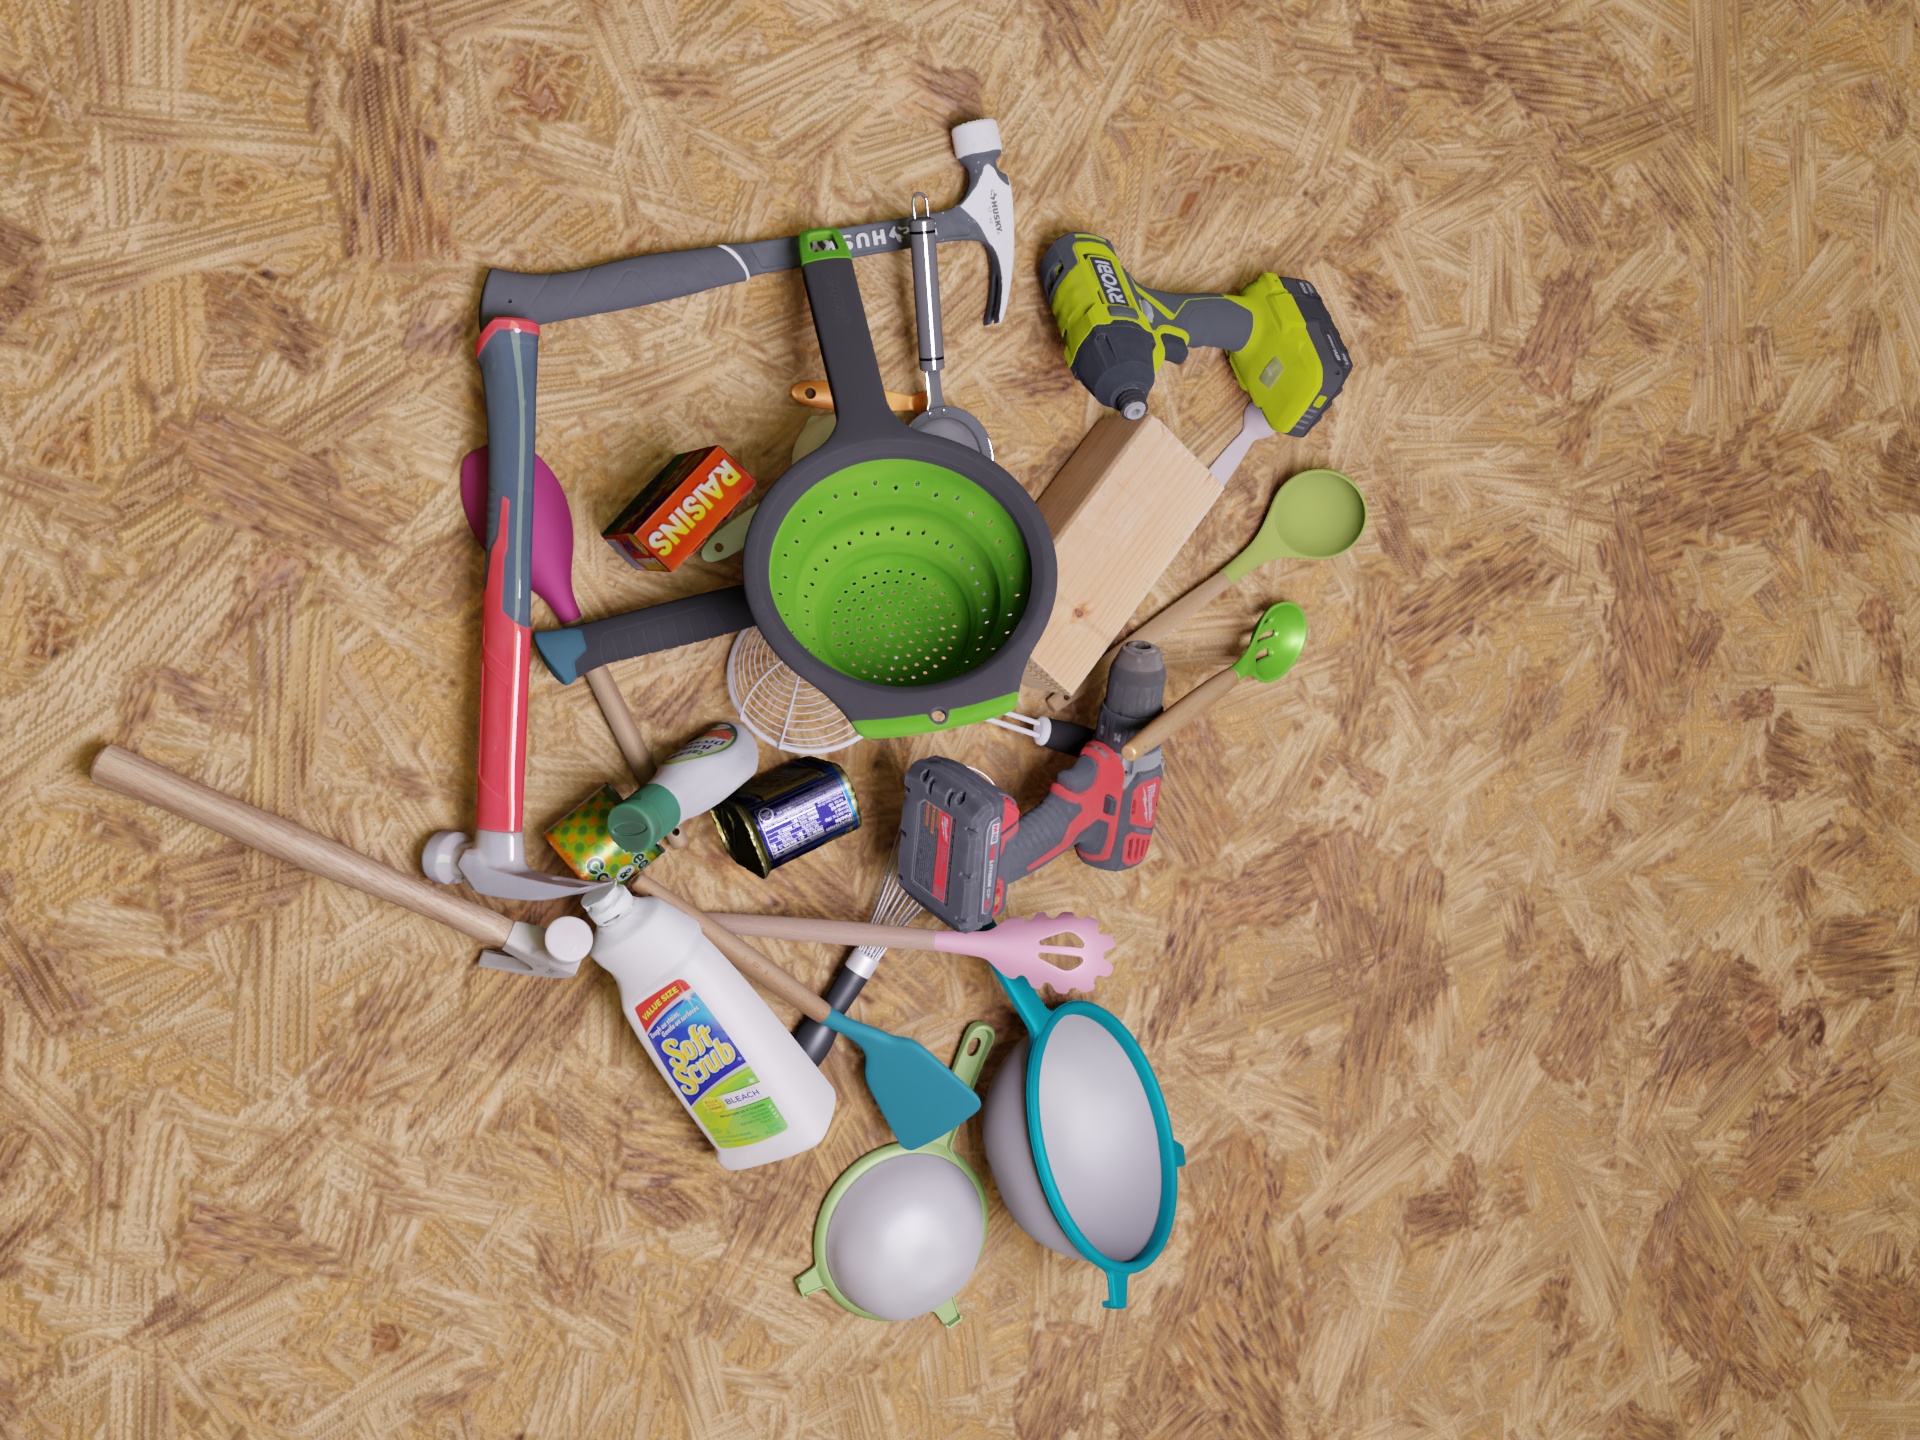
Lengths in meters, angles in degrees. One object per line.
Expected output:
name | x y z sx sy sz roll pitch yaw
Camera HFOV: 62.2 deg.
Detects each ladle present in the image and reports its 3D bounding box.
ladle | 0.203 -0.103 1.309 0.320 0.062 0.078 -36 100 -12

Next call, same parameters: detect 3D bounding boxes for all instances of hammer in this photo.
hammer | -0.293 -0.073 1.068 0.038 0.143 0.386 -5 99 -63
hammer | -0.144 -0.329 1.148 0.409 0.036 0.149 -17 103 -20
hammer | -0.408 0.097 1.057 0.331 0.130 0.031 26 65 -12
hammer | -0.135 -0.085 1.131 0.331 0.033 0.128 -16 66 -11

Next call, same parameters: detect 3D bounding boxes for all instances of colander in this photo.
colander | -0.060 -0.158 1.096 0.204 0.094 0.397 -10 68 -10

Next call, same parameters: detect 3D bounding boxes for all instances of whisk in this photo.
whisk | -0.058 0.161 1.232 0.070 0.070 0.284 32 88 -23

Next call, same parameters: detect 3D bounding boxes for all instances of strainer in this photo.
strainer | -0.017 0.368 1.264 0.151 0.069 0.256 21 89 -23
strainer | -0.020 -0.258 1.183 0.087 0.050 0.258 -16 114 -28
strainer | 0.051 0.282 1.255 0.340 0.095 0.211 61 31 -10

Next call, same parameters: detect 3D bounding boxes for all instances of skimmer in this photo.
skimmer | -0.002 -0.004 1.240 0.363 0.090 0.127 18 71 -32

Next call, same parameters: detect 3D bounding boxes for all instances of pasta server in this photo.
pasta server | -0.045 0.162 1.180 0.316 0.040 0.060 4 79 7

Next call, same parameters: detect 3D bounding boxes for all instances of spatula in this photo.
spatula | -0.119 0.210 1.172 0.082 0.044 0.317 -37 118 25

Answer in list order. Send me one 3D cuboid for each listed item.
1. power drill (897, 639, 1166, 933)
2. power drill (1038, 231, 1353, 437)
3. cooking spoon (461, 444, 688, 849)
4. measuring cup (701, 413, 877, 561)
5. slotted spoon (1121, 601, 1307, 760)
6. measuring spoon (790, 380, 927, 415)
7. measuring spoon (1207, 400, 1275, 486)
power drill | 0.067 0.046 1.181 0.226 0.080 0.187 -17 125 -38
power drill | 0.182 -0.289 1.230 0.223 0.080 0.171 2 54 -25
cooking spoon | -0.266 -0.049 1.138 0.069 0.017 0.318 -28 105 -17
measuring cup | -0.119 -0.166 1.174 0.167 0.038 0.083 -37 109 -17
slotted spoon | 0.202 -0.028 1.253 0.314 0.031 0.070 -32 127 -51
measuring spoon | -0.071 -0.243 1.200 0.117 0.011 0.021 1 96 -23
measuring spoon | 0.229 -0.218 1.325 0.034 0.018 0.124 41 81 -22
